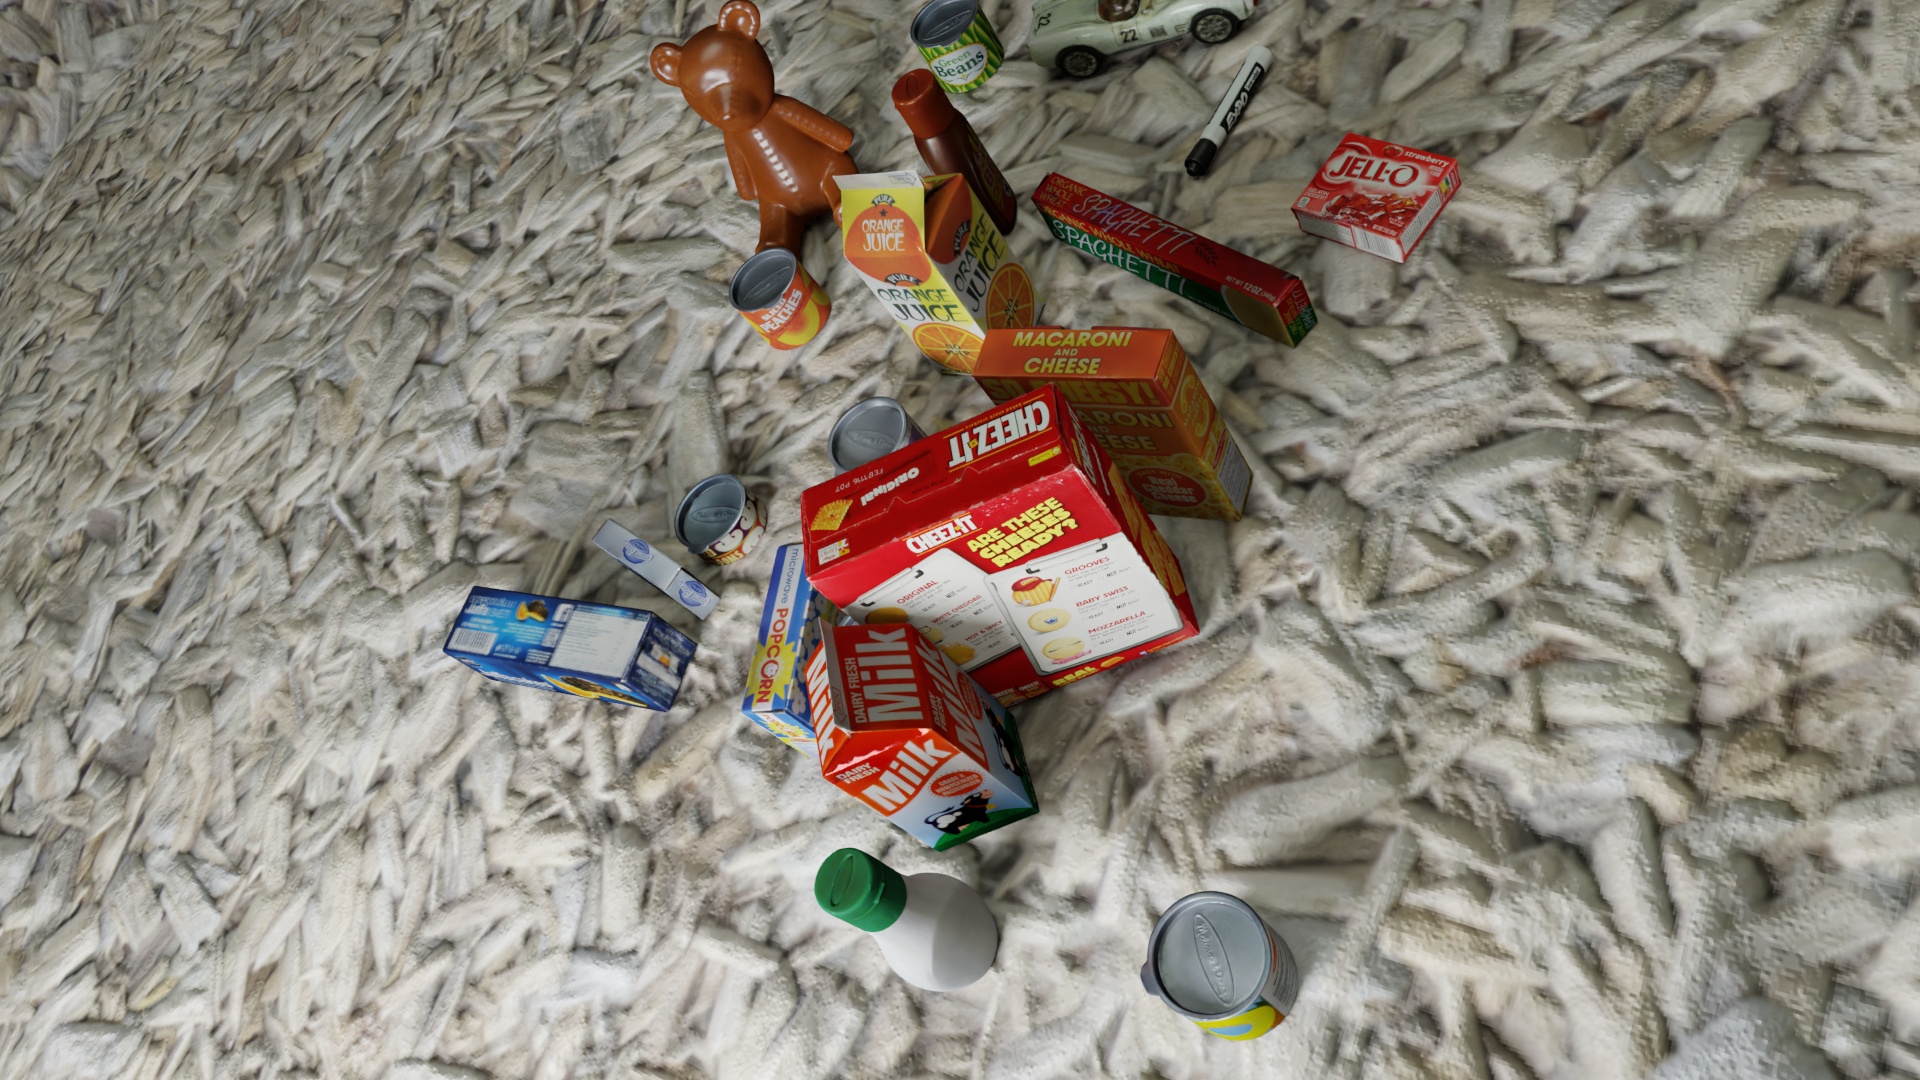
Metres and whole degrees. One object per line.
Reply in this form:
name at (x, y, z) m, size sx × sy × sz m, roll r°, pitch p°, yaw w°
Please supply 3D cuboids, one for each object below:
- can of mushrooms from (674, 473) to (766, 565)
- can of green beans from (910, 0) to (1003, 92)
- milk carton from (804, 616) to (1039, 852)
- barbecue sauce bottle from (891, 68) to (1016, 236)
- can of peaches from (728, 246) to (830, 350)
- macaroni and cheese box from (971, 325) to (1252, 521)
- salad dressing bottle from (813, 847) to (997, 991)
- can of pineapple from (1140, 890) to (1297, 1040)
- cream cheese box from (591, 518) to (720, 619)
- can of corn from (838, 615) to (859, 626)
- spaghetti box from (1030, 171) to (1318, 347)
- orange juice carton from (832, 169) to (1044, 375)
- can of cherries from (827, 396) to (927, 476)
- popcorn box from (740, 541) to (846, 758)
can of mushrooms at (-0.188, -0.014, 1.082) m, size 0.071 × 0.033 × 0.071 m, roll -14°, pitch 55°, yaw 22°
can of green beans at (-0.002, -0.440, 1.229) m, size 0.071 × 0.057 × 0.071 m, roll -14°, pitch 55°, yaw 22°
milk carton at (-0.030, 0.112, 0.813) m, size 0.073 × 0.190 × 0.072 m, roll -25°, pitch 52°, yaw 14°
barbecue sauce bottle at (-0.005, -0.302, 1.084) m, size 0.043 × 0.148 × 0.065 m, roll -17°, pitch 55°, yaw 20°
can of peaches at (-0.150, -0.200, 1.161) m, size 0.071 × 0.058 × 0.071 m, roll -14°, pitch 55°, yaw 22°
macaroni and cheese box at (0.098, -0.072, 0.871) m, size 0.123 × 0.166 × 0.040 m, roll 5°, pitch 65°, yaw 32°
salad dressing bottle at (-0.029, 0.211, 0.779) m, size 0.044 × 0.147 × 0.064 m, roll 5°, pitch 64°, yaw 32°
can of pineapple at (0.137, 0.226, 0.734) m, size 0.071 × 0.057 × 0.071 m, roll -14°, pitch 55°, yaw 22°
cream cheese box at (-0.235, 0.022, 1.074) m, size 0.104 × 0.053 × 0.024 m, roll 28°, pitch 78°, yaw 38°
can of corn at (-0.043, 0.077, 0.928) m, size 0.071 × 0.058 × 0.071 m, roll -14°, pitch 55°, yaw 22°
spaghetti box at (0.147, -0.207, 1.004) m, size 0.029 × 0.050 × 0.250 m, roll -50°, pitch 50°, yaw -6°
orange juice carton at (-0.017, -0.200, 0.999) m, size 0.072 × 0.192 × 0.073 m, roll 7°, pitch 66°, yaw 33°
can of cherries at (-0.057, -0.061, 1.022) m, size 0.071 × 0.058 × 0.072 m, roll -14°, pitch 55°, yaw 22°
popcorn box at (-0.099, 0.075, 0.944) m, size 0.038 × 0.085 × 0.127 m, roll -6°, pitch 59°, yaw 26°
